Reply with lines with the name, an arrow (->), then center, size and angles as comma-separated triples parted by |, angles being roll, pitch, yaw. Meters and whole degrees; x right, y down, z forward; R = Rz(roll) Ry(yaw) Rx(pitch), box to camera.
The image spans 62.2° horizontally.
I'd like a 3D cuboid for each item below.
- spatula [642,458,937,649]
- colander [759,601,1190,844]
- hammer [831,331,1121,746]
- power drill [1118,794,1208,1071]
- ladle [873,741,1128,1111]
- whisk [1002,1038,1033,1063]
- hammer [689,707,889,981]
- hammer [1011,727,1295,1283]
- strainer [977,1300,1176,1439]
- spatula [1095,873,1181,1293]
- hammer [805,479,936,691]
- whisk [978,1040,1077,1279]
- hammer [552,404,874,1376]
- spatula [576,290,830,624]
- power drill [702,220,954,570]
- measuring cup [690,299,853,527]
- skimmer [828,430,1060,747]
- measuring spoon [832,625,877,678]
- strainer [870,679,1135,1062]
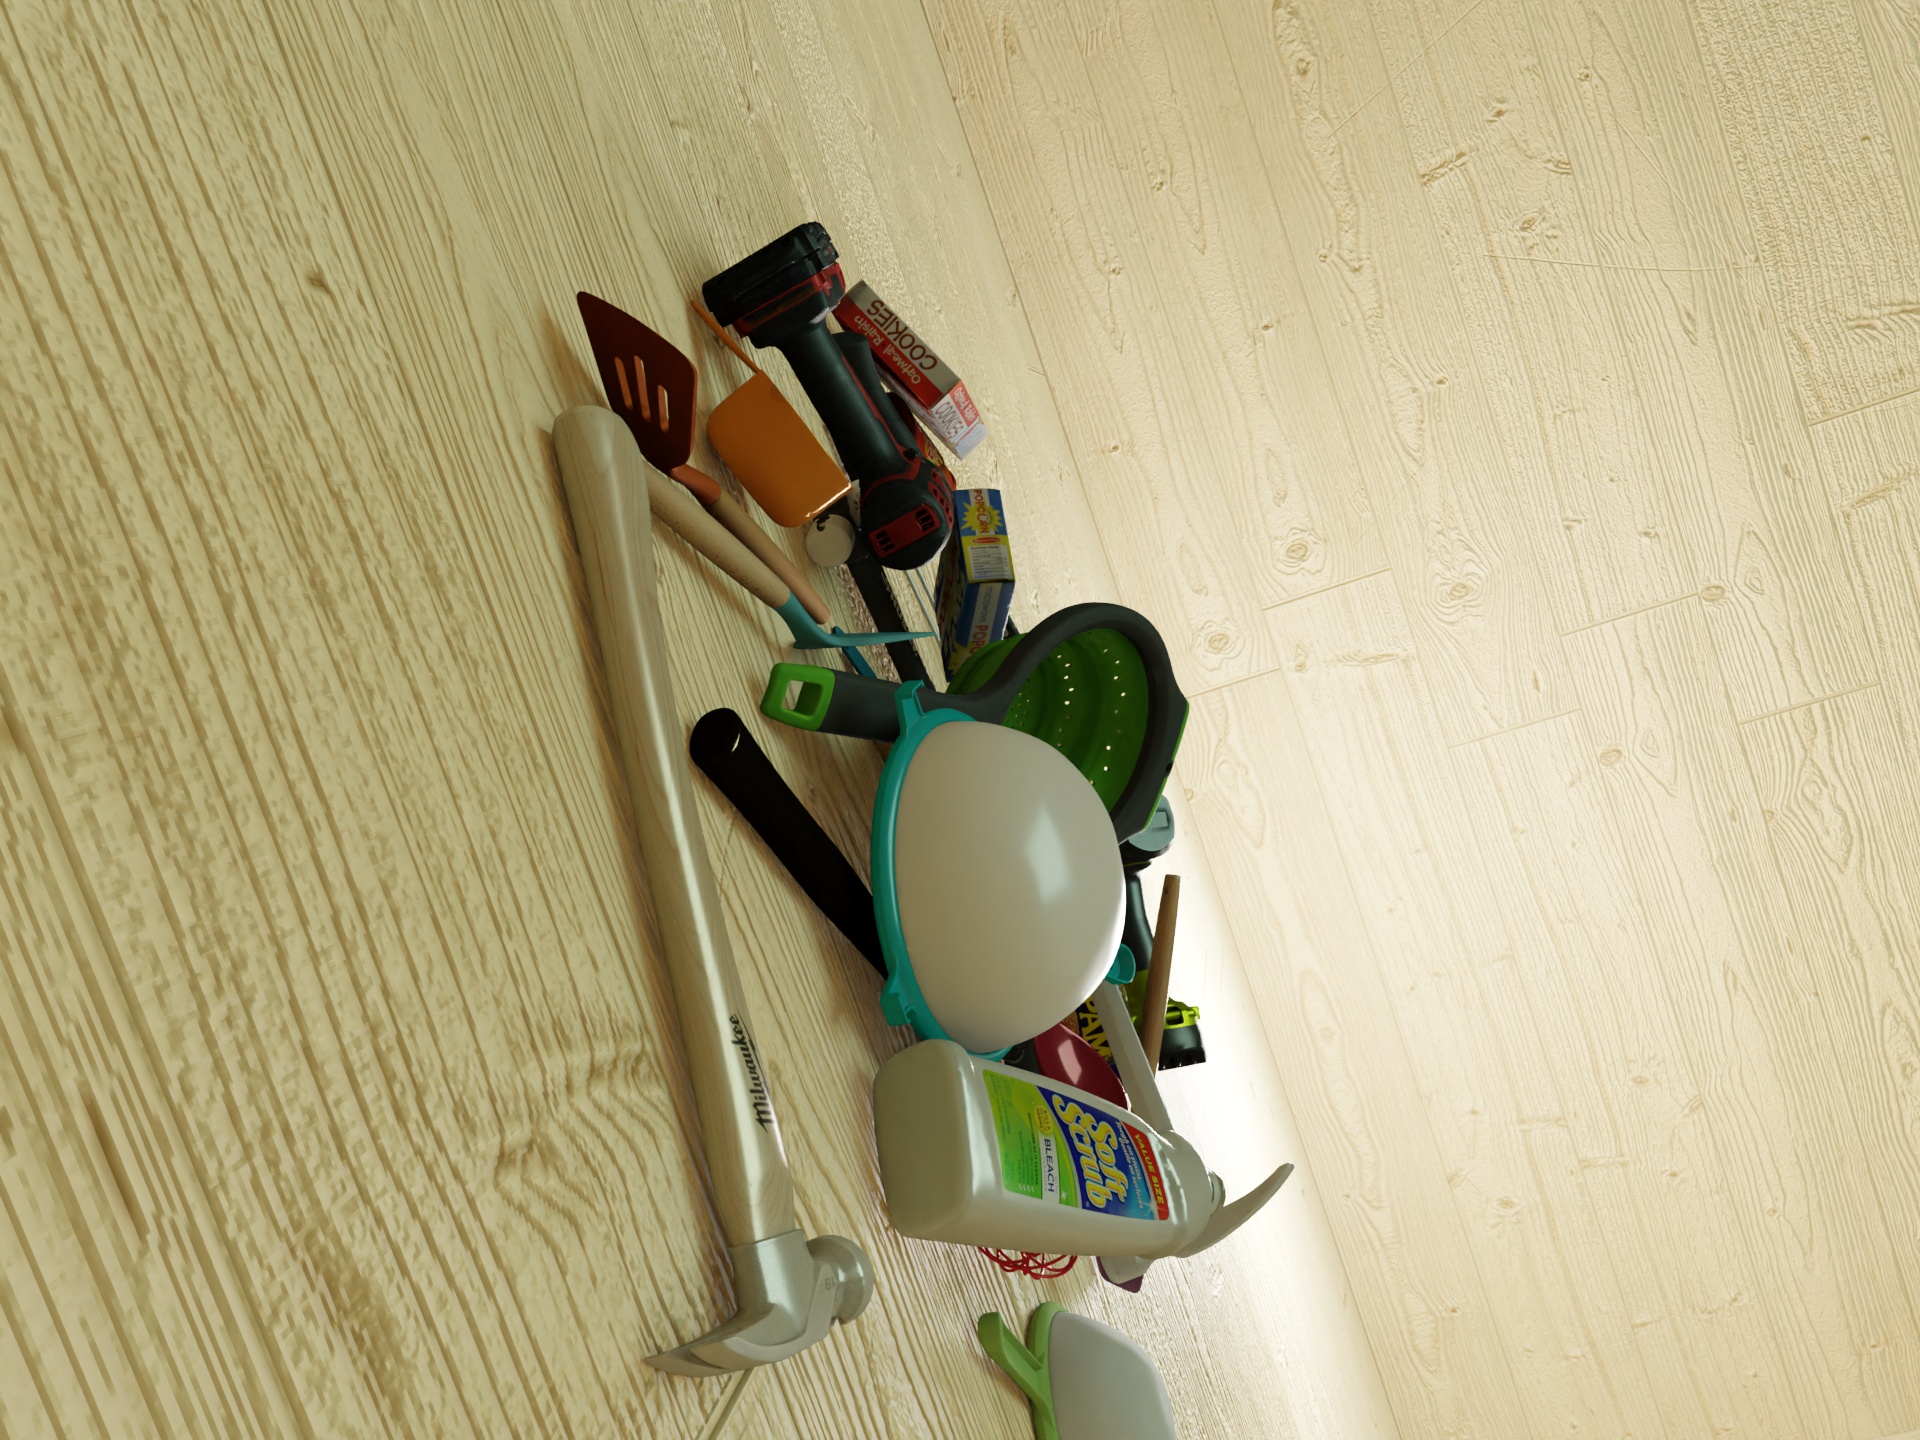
spatula -> -0.113, -0.090, 0.882 | 0.317, 0.082, 0.044 | 42, 54, -58
colander -> -0.002, -0.003, 1.046 | 0.396, 0.095, 0.204 | 11, 100, -49
hammer -> -0.004, -0.141, 1.329 | 0.408, 0.149, 0.036 | 59, 43, -17
power drill -> 0.119, 0.179, 1.325 | 0.190, 0.080, 0.229 | -29, -113, 59
ladle -> 0.017, 0.133, 1.056 | 0.315, 0.031, 0.069 | 60, 28, 6
whisk -> 0.003, 0.123, 1.110 | 0.055, 0.055, 0.239 | 36, 33, -70
hammer -> -0.059, 0.106, 0.877 | 0.331, 0.031, 0.130 | 59, 18, -46
hammer -> 0.105, 0.182, 1.153 | 0.035, 0.144, 0.406 | 49, 18, -63
strainer -> 0.080, 0.407, 0.968 | 0.256, 0.069, 0.152 | 62, 16, -46
spatula -> 0.139, 0.274, 1.214 | 0.018, 0.060, 0.316 | 9, 89, -41
hammer -> -0.030, -0.024, 1.188 | 0.146, 0.035, 0.334 | -82, 152, -62
whisk -> 0.043, 0.267, 1.042 | 0.296, 0.073, 0.073 | -85, 154, -73
hammer -> -0.122, 0.054, 0.663 | 0.146, 0.038, 0.411 | 30, 43, -70
spatula -> -0.125, -0.123, 0.884 | 0.081, 0.041, 0.322 | 34, -6, 22
power drill -> -0.074, -0.216, 1.076 | 0.226, 0.080, 0.188 | 59, 10, -16
measuring cup -> -0.134, -0.186, 0.954 | 0.174, 0.052, 0.095 | 50, 0, 25
skimmer -> -0.001, -0.082, 1.262 | 0.127, 0.090, 0.363 | -38, 112, -32
measuring spoon -> -0.059, -0.009, 1.094 | 0.128, 0.021, 0.042 | 57, 18, -21
strainer -> 0.068, 0.113, 0.969 | 0.340, 0.095, 0.211 | 36, 51, -55
